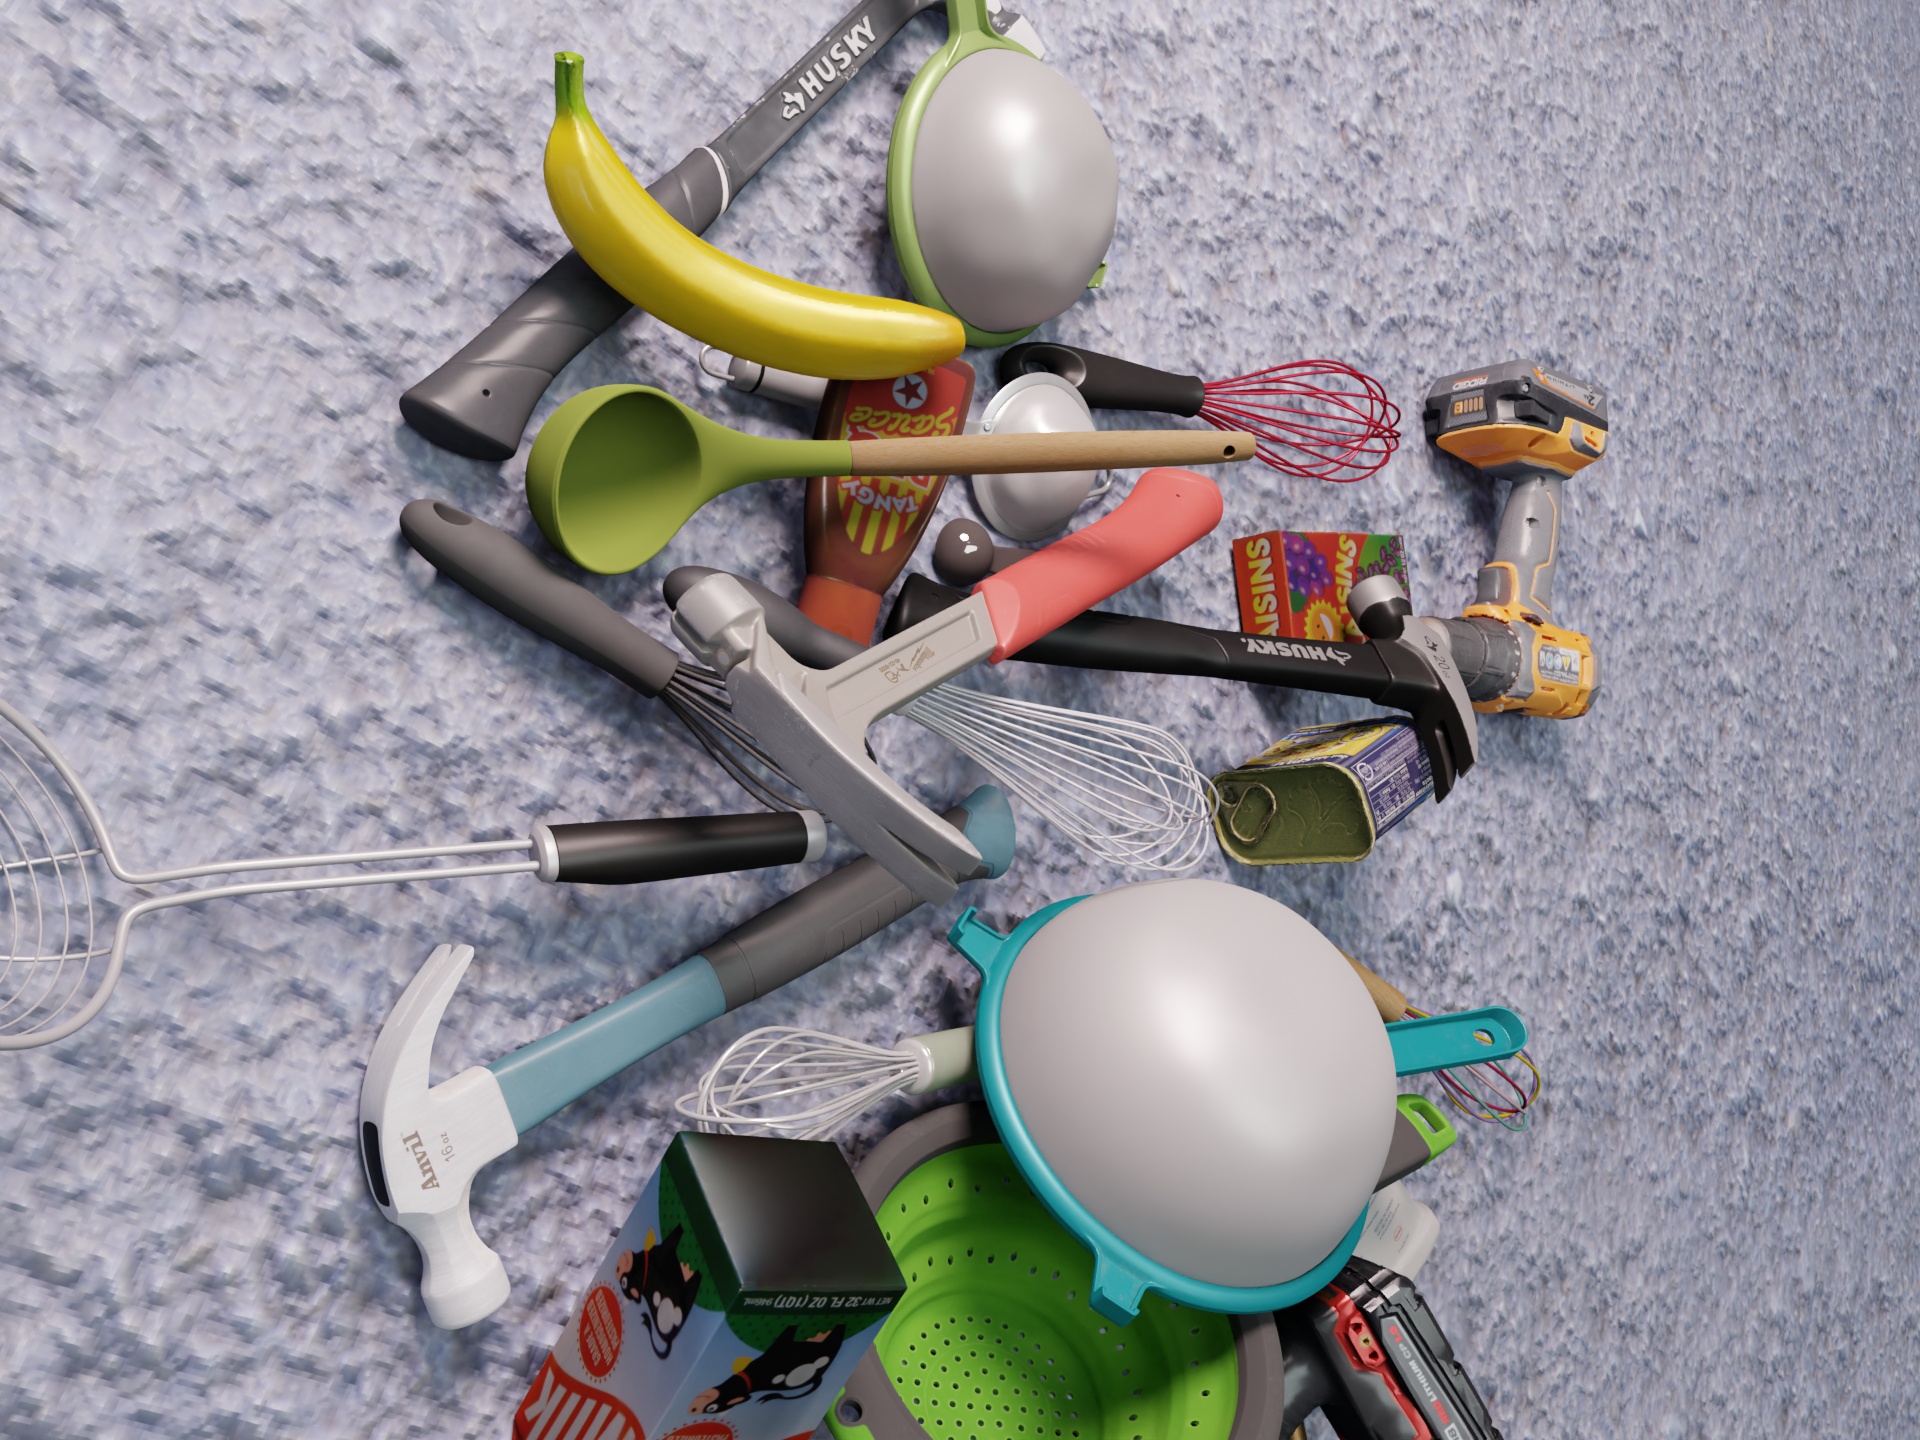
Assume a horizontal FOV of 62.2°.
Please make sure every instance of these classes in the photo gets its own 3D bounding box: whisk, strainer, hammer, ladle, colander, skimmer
[{"bbox_3d":[0.145,-0.180,0.900,0.295,0.073,0.073,1,83,-34],"label":"whisk"},{"bbox_3d":[0.173,0.145,0.747,0.340,0.095,0.211,0,51,-33],"label":"strainer"},{"bbox_3d":[-0.104,-0.258,0.714,0.149,0.036,0.409,49,57,-23],"label":"hammer"},{"bbox_3d":[0.028,-0.305,0.758,0.151,0.069,0.256,-36,127,-39],"label":"strainer"},{"bbox_3d":[-0.018,-0.107,0.670,0.320,0.062,0.078,-4,121,-15],"label":"ladle"},{"bbox_3d":[-0.001,-0.001,0.700,0.284,0.070,0.070,24,69,-23],"label":"whisk"},{"bbox_3d":[0.038,-0.048,0.710,0.149,0.036,0.359,45,38,11],"label":"hammer"},{"bbox_3d":[-0.027,0.152,0.690,0.246,0.059,0.058,5,86,-55],"label":"whisk"},{"bbox_3d":[-0.095,0.107,0.673,0.331,0.033,0.128,-26,102,-39],"label":"hammer"},{"bbox_3d":[0.090,0.262,0.735,0.397,0.094,0.205,-10,48,-39],"label":"colander"},{"bbox_3d":[-0.193,0.037,0.548,0.363,0.090,0.127,-1,57,-36],"label":"skimmer"},{"bbox_3d":[0.117,-0.032,0.808,0.334,0.035,0.146,5,46,-25],"label":"hammer"},{"bbox_3d":[-0.124,-0.022,0.660,0.238,0.055,0.055,34,63,-26],"label":"whisk"},{"bbox_3d":[0.273,0.188,0.967,0.244,0.047,0.051,35,51,-26],"label":"whisk"},{"bbox_3d":[-0.010,-0.142,0.774,0.258,0.050,0.087,9,96,-34],"label":"strainer"}]

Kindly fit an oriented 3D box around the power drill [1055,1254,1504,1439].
[{"bbox_3d":[0.147,0.384,0.759,0.226,0.080,0.188,-30,90,-17],"label":"power drill"}]

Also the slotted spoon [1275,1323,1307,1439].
[{"bbox_3d":[0.199,0.482,0.872,0.070,0.031,0.314,-11,89,-38],"label":"slotted spoon"}]

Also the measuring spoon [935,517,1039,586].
[{"bbox_3d":[0.039,-0.079,0.817,0.124,0.018,0.034,7,91,-40],"label":"measuring spoon"}]

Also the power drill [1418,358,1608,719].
[{"bbox_3d":[0.354,-0.117,1.052,0.185,0.084,0.226,6,85,-38],"label":"power drill"}]
